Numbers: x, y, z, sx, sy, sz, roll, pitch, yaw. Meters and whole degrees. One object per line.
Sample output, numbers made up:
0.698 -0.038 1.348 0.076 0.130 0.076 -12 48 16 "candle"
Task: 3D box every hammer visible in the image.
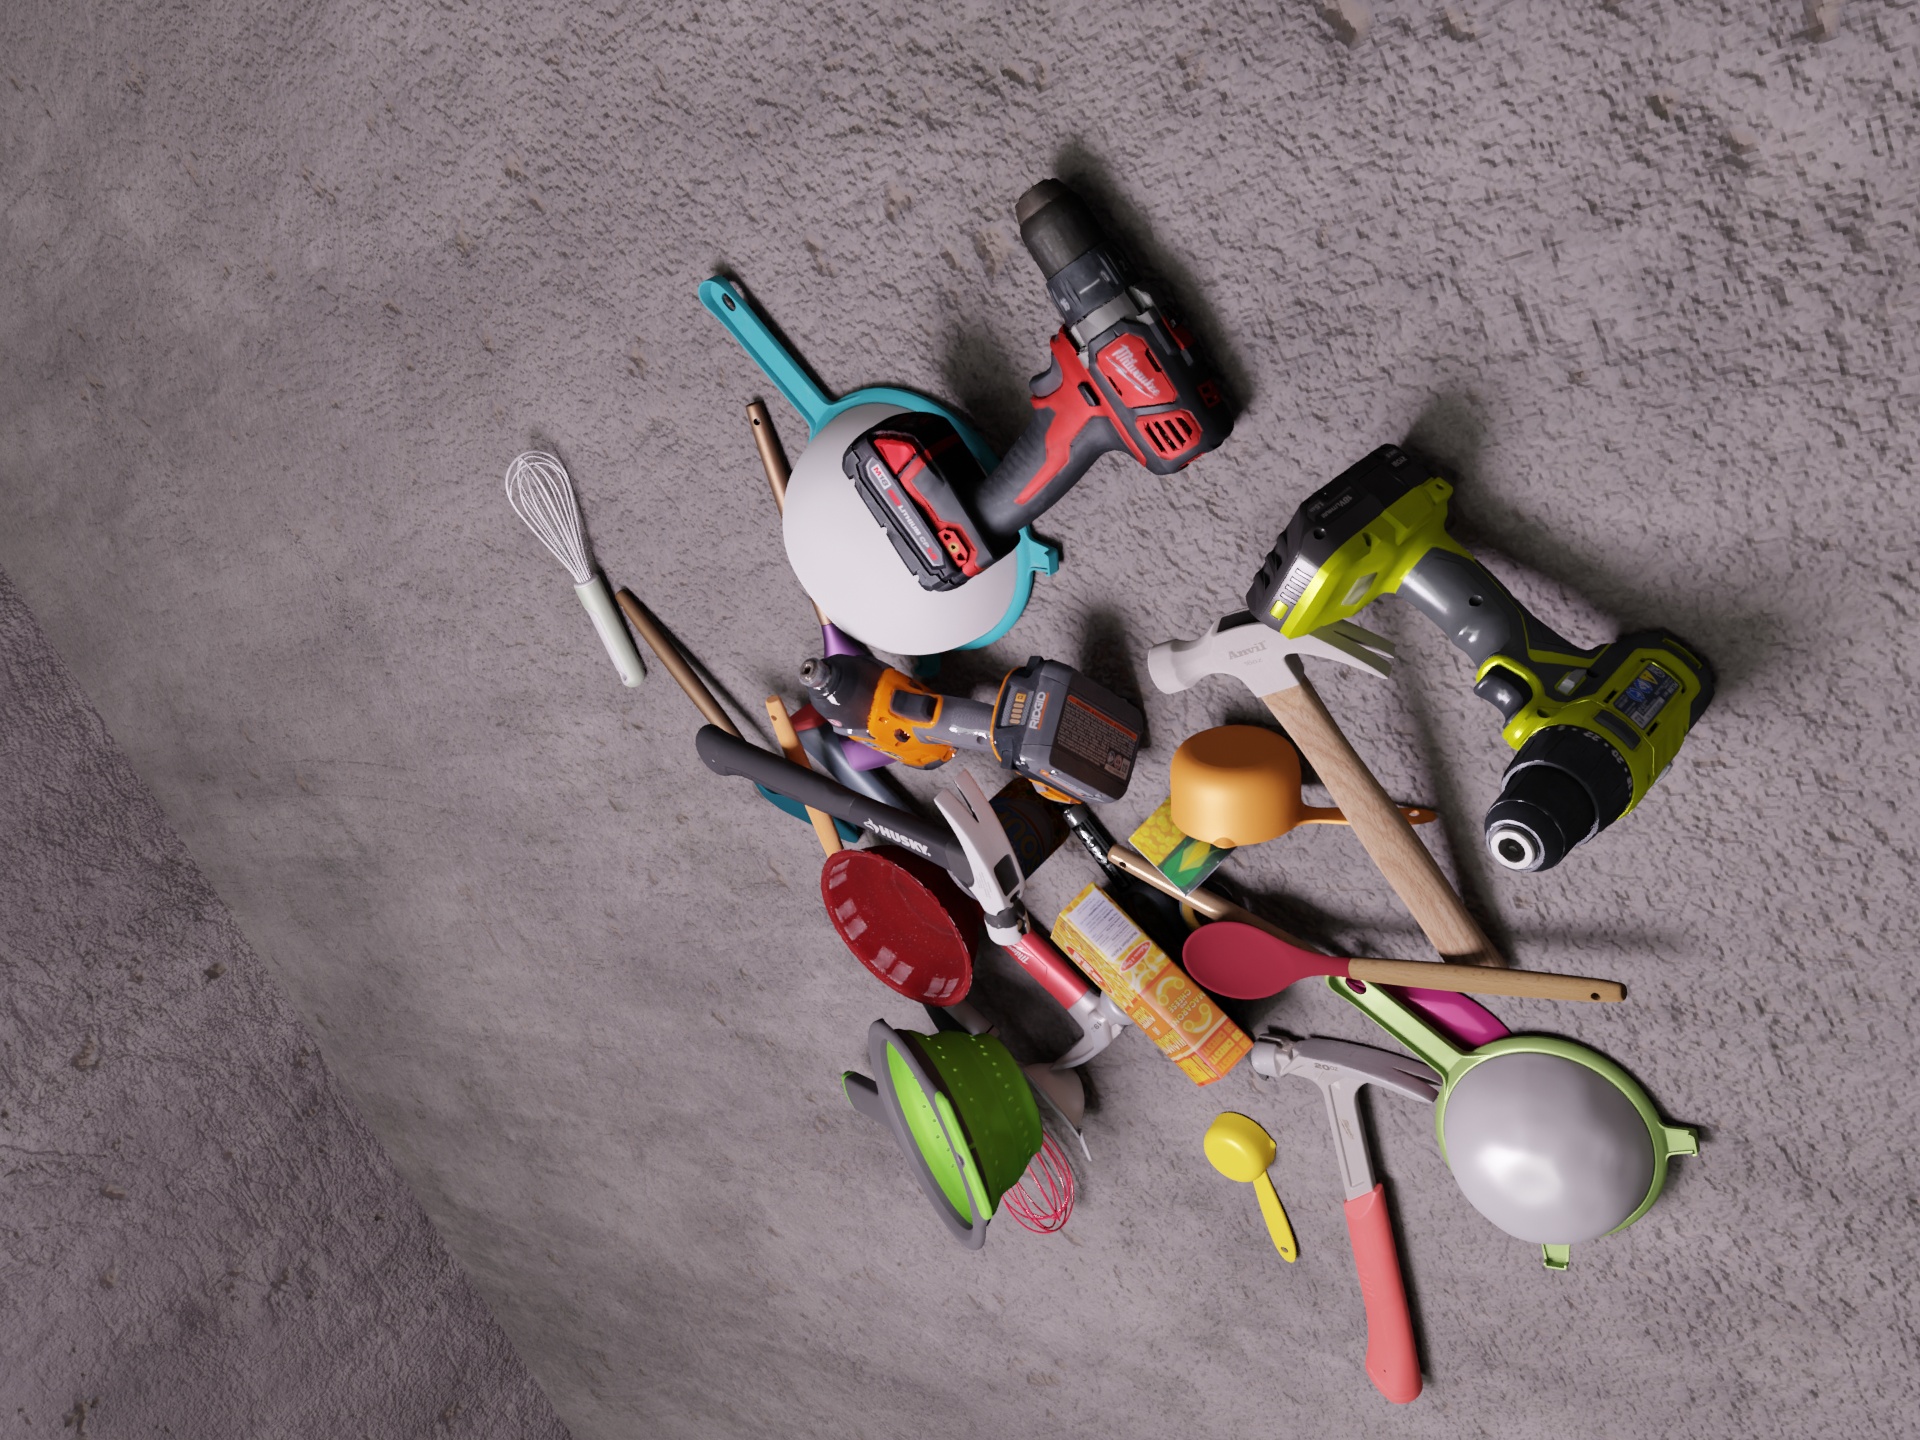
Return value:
0.256 0.056 0.981 0.130 0.031 0.331 -19 123 37 "hammer"
-0.091 0.061 1.240 0.335 0.035 0.146 21 141 38 "hammer"
0.330 0.401 1.245 0.149 0.037 0.358 6 123 41 "hammer"
-0.013 0.137 1.361 0.386 0.038 0.143 44 142 7 "hammer"

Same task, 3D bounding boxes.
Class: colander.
-0.019 0.338 1.421 0.204 0.094 0.397 69 161 -2 "colander"

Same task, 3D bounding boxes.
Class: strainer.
-0.098 -0.175 1.152 0.340 0.095 0.211 50 141 -1 "strainer"
0.344 0.258 1.064 0.256 0.069 0.151 39 122 13 "strainer"
0.034 0.285 1.417 0.258 0.050 0.087 41 170 8 "strainer"

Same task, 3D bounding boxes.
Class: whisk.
-0.347 -0.134 1.459 0.058 0.059 0.246 17 136 49 "whisk"
0.026 0.346 1.474 0.073 0.073 0.296 -19 101 49 "whisk"

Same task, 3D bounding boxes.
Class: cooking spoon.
0.247 0.169 1.138 0.319 0.017 0.068 28 134 16 "cooking spoon"

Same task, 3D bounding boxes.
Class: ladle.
0.282 0.165 1.052 0.315 0.031 0.069 -3 121 46 "ladle"

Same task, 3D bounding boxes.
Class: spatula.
-0.107 0.101 1.377 0.081 0.041 0.322 6 132 29 "spatula"
-0.111 -0.103 1.274 0.060 0.018 0.315 -16 110 9 "spatula"
-0.207 -0.004 1.436 0.317 0.044 0.082 50 167 11 "spatula"

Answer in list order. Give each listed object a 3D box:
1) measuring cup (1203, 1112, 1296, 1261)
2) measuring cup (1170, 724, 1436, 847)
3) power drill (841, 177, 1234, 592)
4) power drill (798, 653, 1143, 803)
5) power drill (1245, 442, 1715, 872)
0.246 0.397 1.324 0.062 0.029 0.156 -5 114 45 "measuring cup"
0.222 0.040 1.044 0.174 0.095 0.052 1 117 21 "measuring cup"
0.035 -0.202 0.989 0.226 0.080 0.188 -29 98 31 "power drill"
-0.002 -0.004 1.154 0.227 0.084 0.164 7 167 39 "power drill"
0.270 -0.032 0.847 0.229 0.190 0.080 42 140 16 "power drill"
